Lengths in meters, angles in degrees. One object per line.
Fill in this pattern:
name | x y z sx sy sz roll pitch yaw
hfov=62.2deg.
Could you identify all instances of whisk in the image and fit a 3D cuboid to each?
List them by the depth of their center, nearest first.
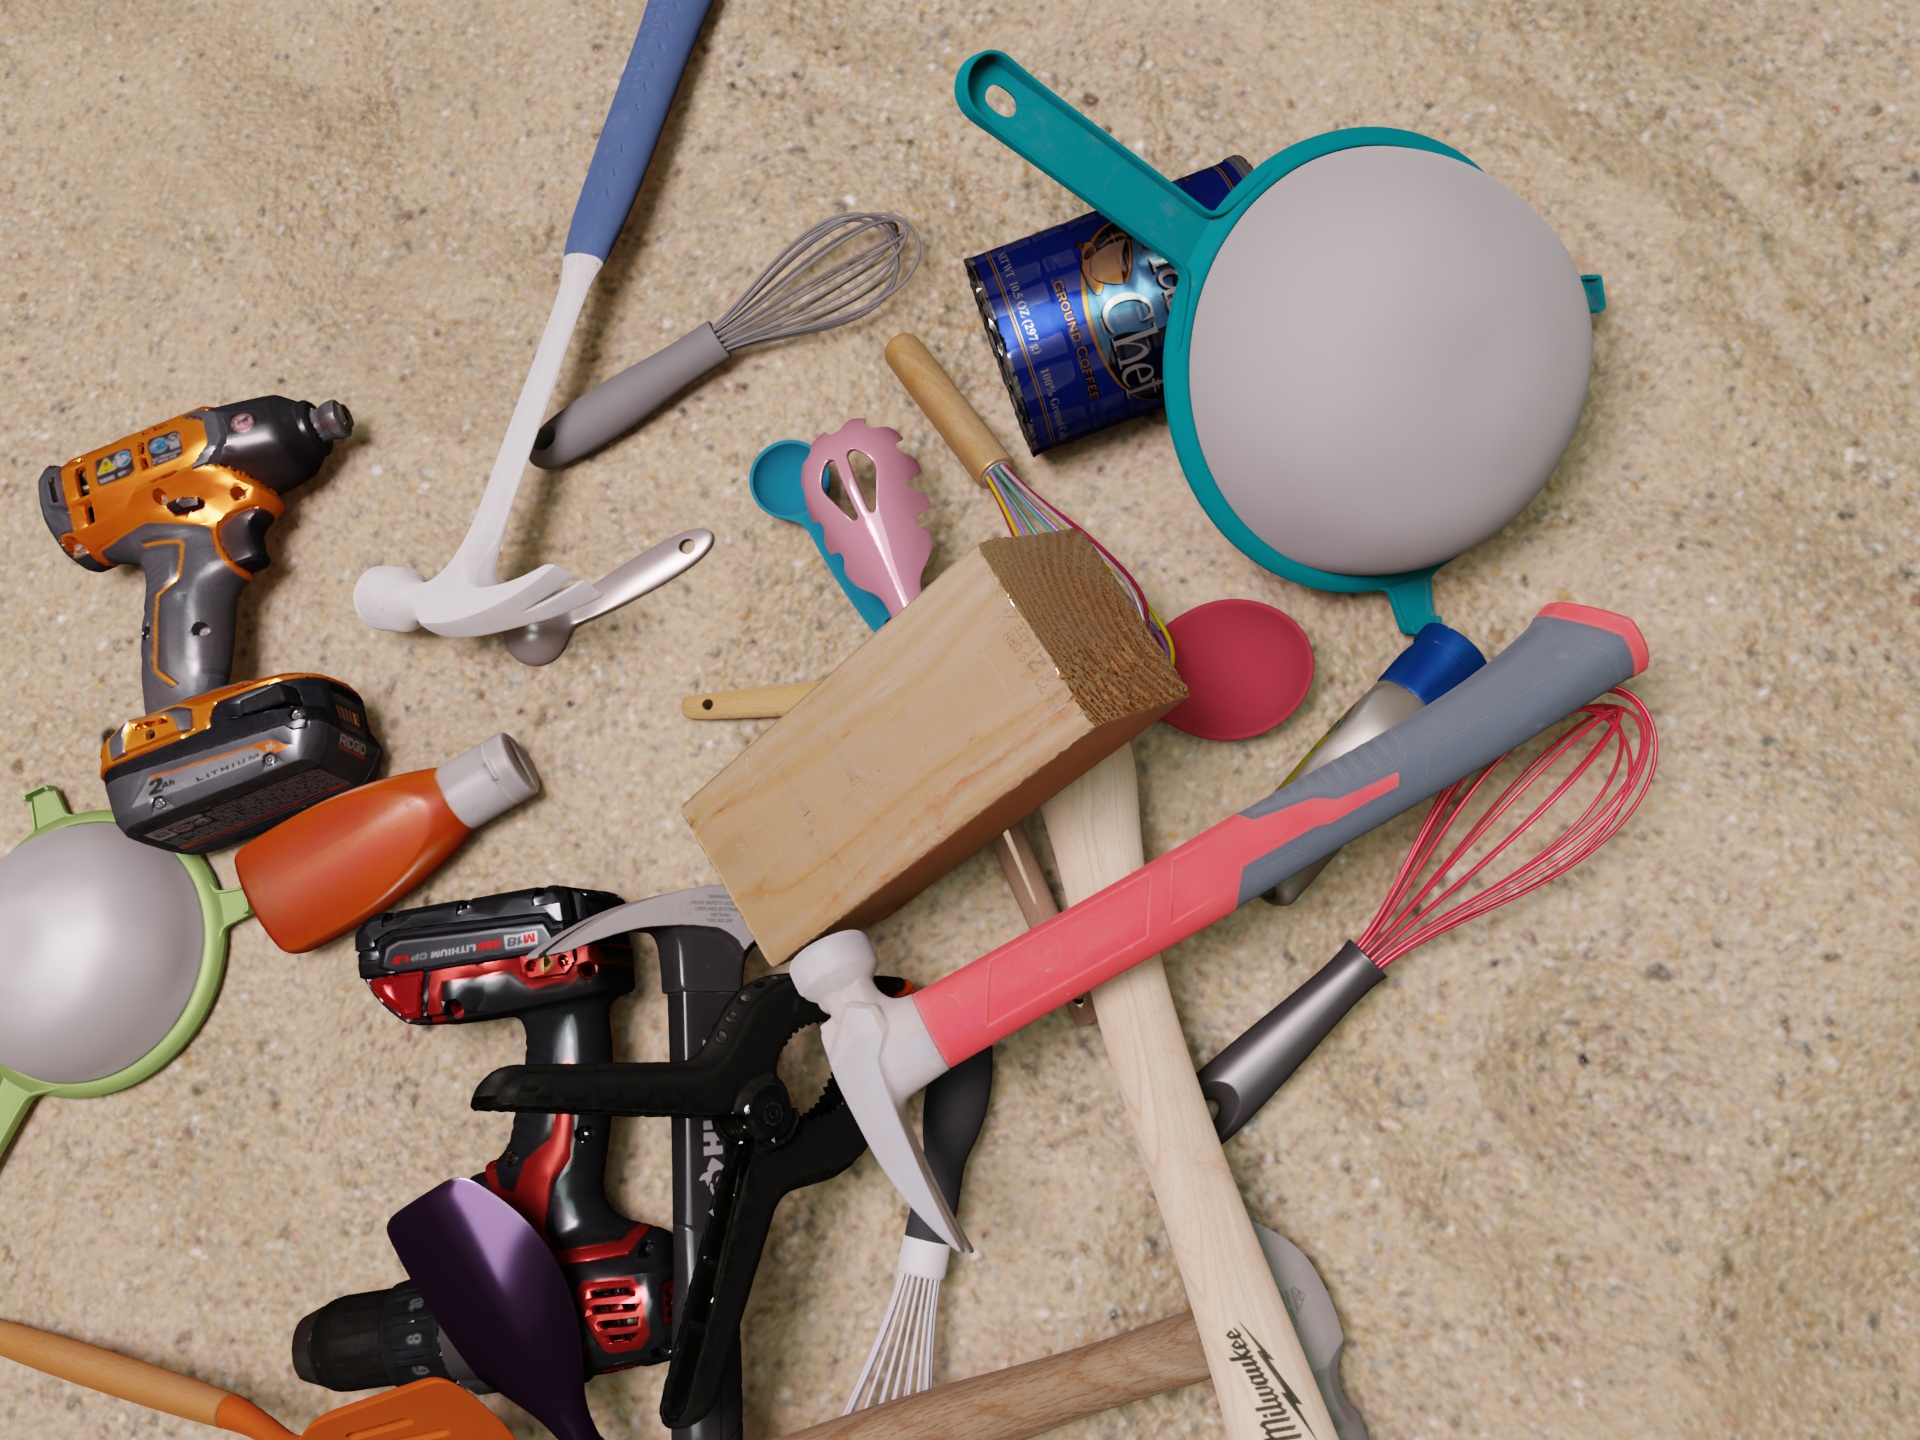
whisk | -0.022 0.276 0.718 0.070 0.070 0.285 10 75 10
whisk | 0.199 0.094 0.723 0.296 0.073 0.073 -45 76 4
whisk | 0.026 -0.106 0.781 0.047 0.051 0.245 -36 64 4
whisk | -0.127 -0.198 0.840 0.239 0.055 0.055 -30 75 6

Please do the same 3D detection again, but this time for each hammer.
hammer | 0.005 0.292 0.671 0.331 0.031 0.130 -12 72 -14
hammer | 0.125 0.072 0.673 0.386 0.038 0.143 -29 69 0
hammer | 0.087 0.188 0.685 0.146 0.038 0.411 -14 70 -7
hammer | -0.117 0.239 0.701 0.035 0.146 0.335 -18 70 50
hammer | -0.197 -0.232 0.837 0.144 0.035 0.406 5 72 33

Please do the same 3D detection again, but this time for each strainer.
strainer | 0.151 -0.184 0.675 0.340 0.095 0.211 27 90 -24
strainer | -0.482 0.162 0.799 0.151 0.069 0.256 23 81 12

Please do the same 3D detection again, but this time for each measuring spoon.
measuring spoon | -0.063 -0.088 0.822 0.042 0.021 0.128 -35 84 -1
measuring spoon | -0.185 -0.069 0.832 0.124 0.018 0.034 -30 75 0

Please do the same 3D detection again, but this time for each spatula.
spatula | -0.148 0.339 0.697 0.060 0.018 0.316 -32 91 1
spatula | -0.351 0.307 0.739 0.323 0.080 0.041 3 44 25

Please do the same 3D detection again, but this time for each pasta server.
pasta server | -0.001 -0.002 0.766 0.060 0.040 0.316 -24 86 9

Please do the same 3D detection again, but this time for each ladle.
ladle | 0.014 -0.016 0.788 0.315 0.031 0.069 -4 80 9

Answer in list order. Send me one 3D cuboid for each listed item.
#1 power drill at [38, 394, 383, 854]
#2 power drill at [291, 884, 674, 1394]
power drill | -0.377 -0.062 0.829 0.164 0.084 0.227 -21 72 2
power drill | -0.230 0.202 0.753 0.188 0.080 0.227 -10 80 6
